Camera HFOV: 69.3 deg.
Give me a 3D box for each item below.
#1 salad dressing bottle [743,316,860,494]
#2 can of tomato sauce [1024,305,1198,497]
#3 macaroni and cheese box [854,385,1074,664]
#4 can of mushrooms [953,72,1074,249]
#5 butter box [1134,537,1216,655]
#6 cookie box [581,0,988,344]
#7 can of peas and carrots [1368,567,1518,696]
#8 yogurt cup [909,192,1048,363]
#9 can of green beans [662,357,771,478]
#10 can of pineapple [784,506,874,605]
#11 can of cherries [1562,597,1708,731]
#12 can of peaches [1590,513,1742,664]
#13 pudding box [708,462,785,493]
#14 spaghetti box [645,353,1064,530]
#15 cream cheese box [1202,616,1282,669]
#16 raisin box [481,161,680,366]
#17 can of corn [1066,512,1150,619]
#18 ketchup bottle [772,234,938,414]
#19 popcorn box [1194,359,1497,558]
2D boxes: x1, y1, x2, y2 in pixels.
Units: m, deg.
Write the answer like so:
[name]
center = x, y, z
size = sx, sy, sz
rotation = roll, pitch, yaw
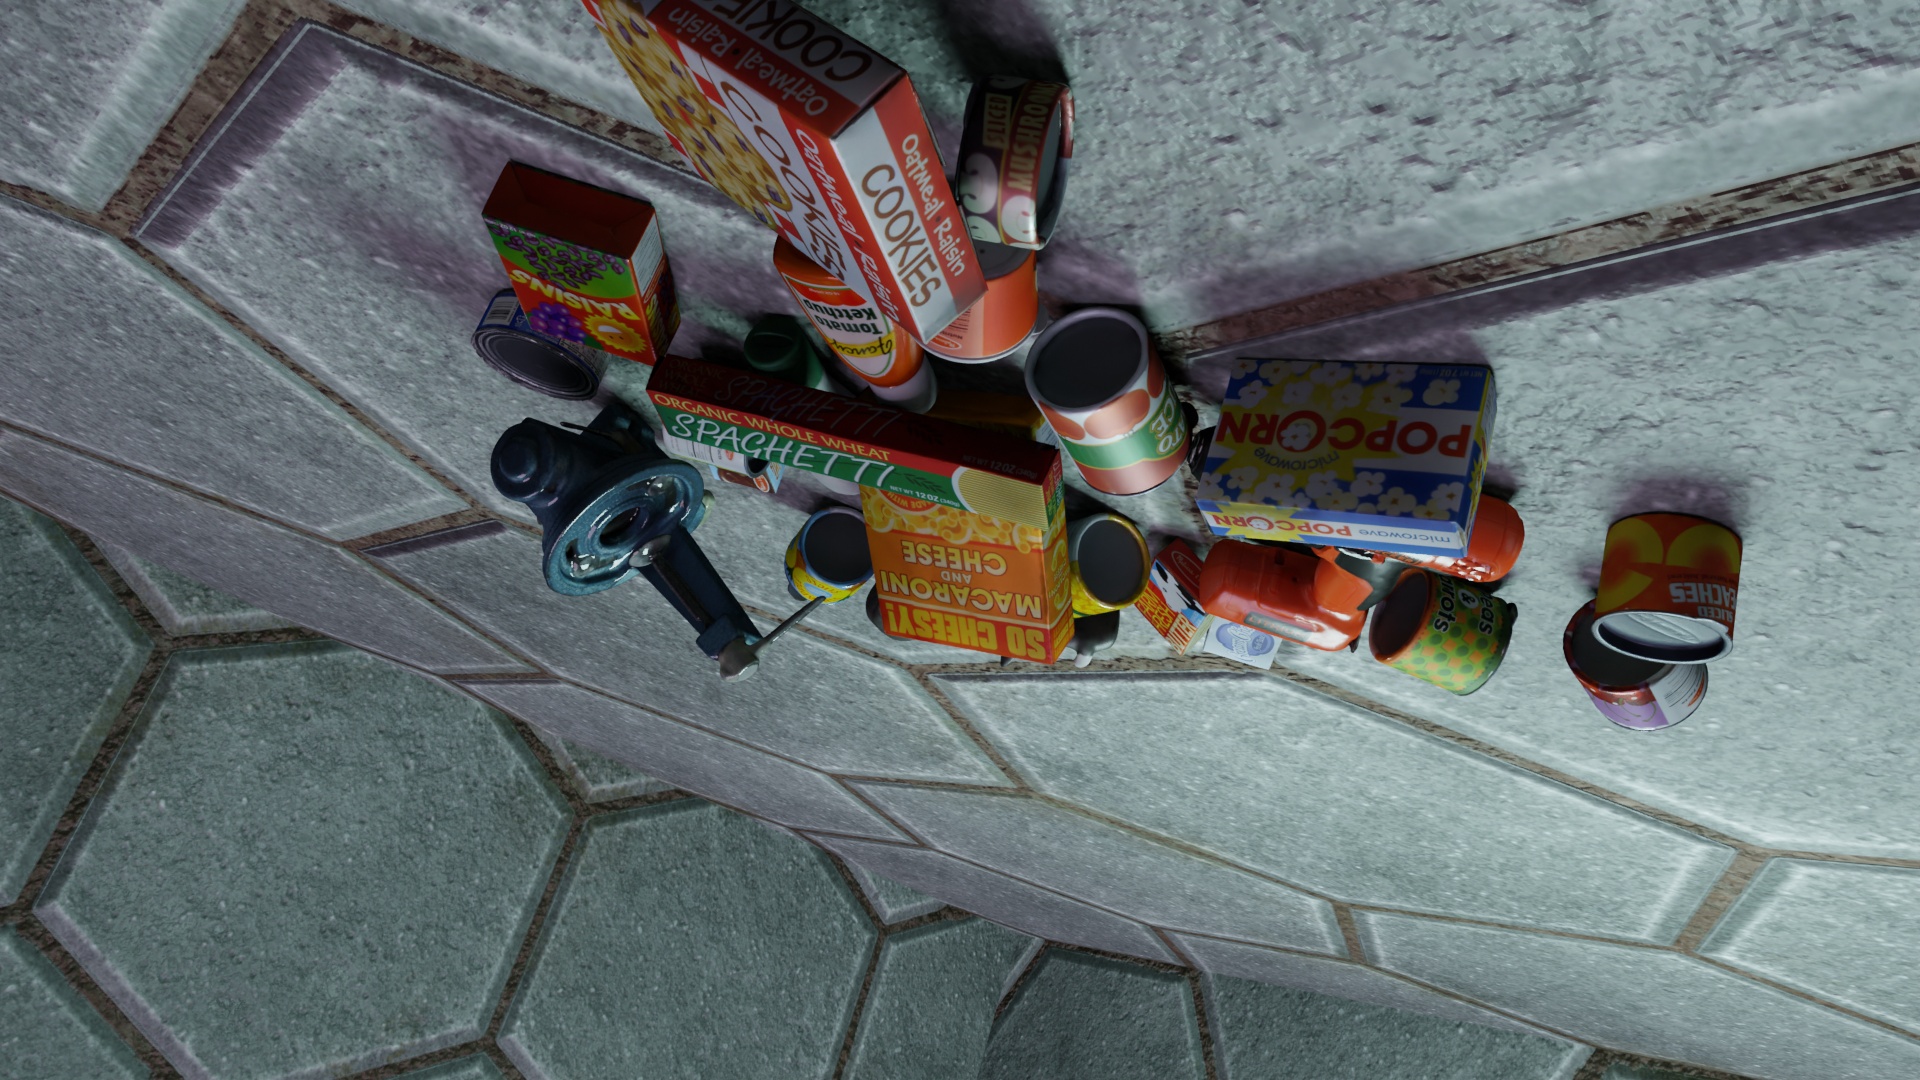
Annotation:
[salad dressing bottle]
center = -0.089, -0.082, 0.864
size = 0.064, 0.044, 0.147
rotation = 11, 157, 22
[can of tomato sauce]
center = 0.079, -0.071, 0.715
size = 0.071, 0.071, 0.083
rotation = 7, 156, 28
[macaroni and cheese box]
center = 0.003, -0.011, 0.855
size = 0.124, 0.040, 0.165
rotation = 9, 124, 25
[can of mushrooms]
center = 0.022, -0.152, 0.554
size = 0.033, 0.071, 0.070
rotation = 13, 159, 13
[butter box]
center = 0.152, 0.041, 0.965
size = 0.053, 0.024, 0.103
rotation = 48, 165, 15
[cookie box]
center = -0.070, -0.163, 0.546
size = 0.168, 0.040, 0.122
rotation = 39, 170, 28
[can of peas and carrots]
center = 0.294, 0.053, 0.852
size = 0.059, 0.071, 0.070
rotation = 22, 159, -9
[yogurt cup]
center = 0.005, -0.125, 0.646
size = 0.072, 0.073, 0.053
rotation = 16, 151, 6
[can of green beans]
center = -0.150, -0.079, 0.887
size = 0.058, 0.071, 0.071
rotation = 16, 159, 10
[can of pineapple]
center = -0.100, 0.014, 1.076
size = 0.071, 0.071, 0.057
rotation = 23, 158, -11
[can of cherries]
center = 0.390, 0.070, 0.810
size = 0.071, 0.072, 0.058
rotation = -1, 152, 41
[can of peaches]
center = 0.370, 0.025, 0.724
size = 0.071, 0.058, 0.071
rotation = 16, 159, 7
[pudding box]
center = -0.154, -0.066, 0.976
size = 0.050, 0.030, 0.083
rotation = 15, 159, 7
[spaghetti box]
center = -0.063, -0.058, 0.796
size = 0.250, 0.029, 0.050
rotation = 15, 152, 16
[cream cheese box]
center = 0.207, 0.061, 1.003
size = 0.053, 0.024, 0.103
rotation = 16, 159, 11
[raisin box]
center = -0.212, -0.153, 0.790
size = 0.086, 0.040, 0.123
rotation = 17, 158, 2
[can of corn]
center = 0.087, 0.019, 0.936
size = 0.071, 0.071, 0.058
rotation = 28, 157, -24
[ketchup bottle]
center = -0.046, -0.116, 0.739
size = 0.065, 0.044, 0.148
rotation = 11, 159, 19
[popcorn box]
center = 0.186, -0.042, 0.671
size = 0.126, 0.085, 0.038
rotation = 6, 155, 30
